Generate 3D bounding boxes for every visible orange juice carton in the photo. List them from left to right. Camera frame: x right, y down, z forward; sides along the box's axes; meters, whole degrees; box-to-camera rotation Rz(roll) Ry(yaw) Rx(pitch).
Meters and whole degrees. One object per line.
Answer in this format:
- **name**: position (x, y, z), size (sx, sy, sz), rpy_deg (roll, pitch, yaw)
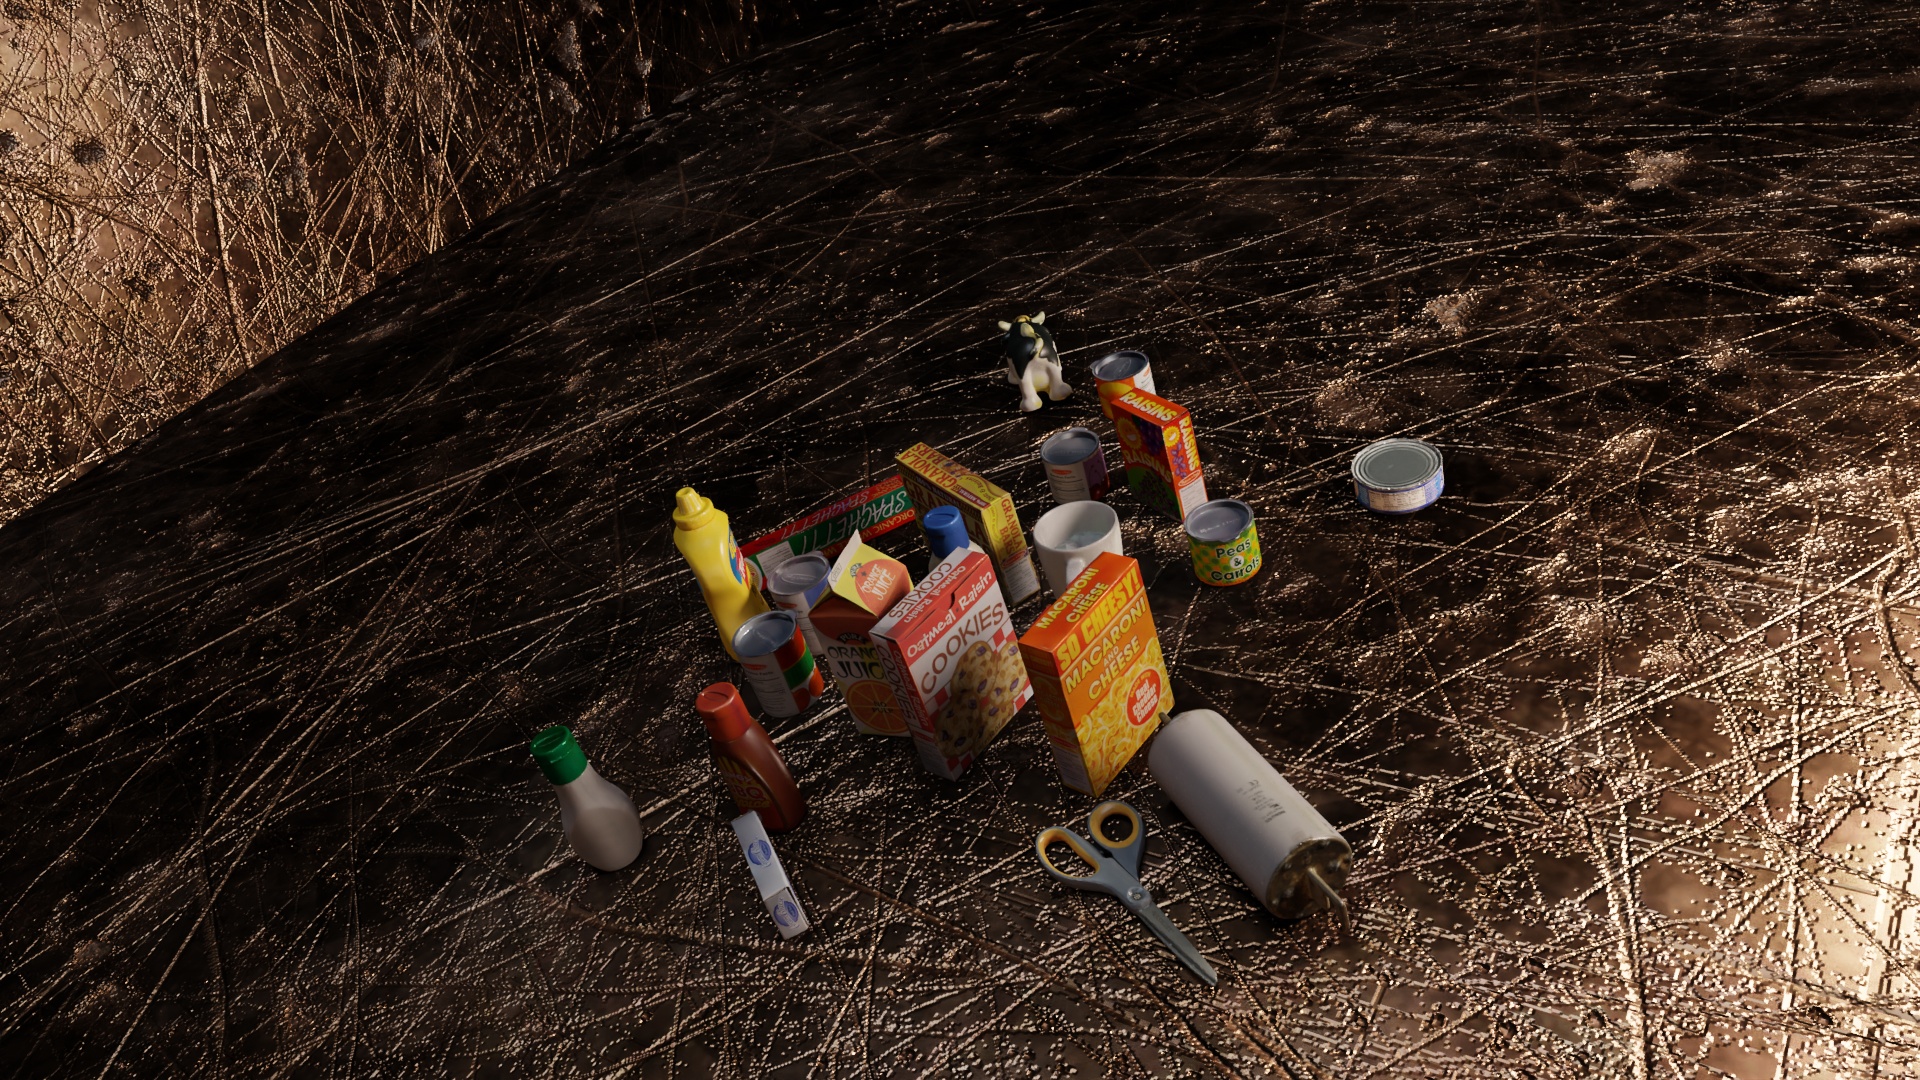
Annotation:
- **orange juice carton**: position (-0.077, 0.086, 1.257), size (0.073, 0.191, 0.072), rpy_deg (-1, 38, 25)

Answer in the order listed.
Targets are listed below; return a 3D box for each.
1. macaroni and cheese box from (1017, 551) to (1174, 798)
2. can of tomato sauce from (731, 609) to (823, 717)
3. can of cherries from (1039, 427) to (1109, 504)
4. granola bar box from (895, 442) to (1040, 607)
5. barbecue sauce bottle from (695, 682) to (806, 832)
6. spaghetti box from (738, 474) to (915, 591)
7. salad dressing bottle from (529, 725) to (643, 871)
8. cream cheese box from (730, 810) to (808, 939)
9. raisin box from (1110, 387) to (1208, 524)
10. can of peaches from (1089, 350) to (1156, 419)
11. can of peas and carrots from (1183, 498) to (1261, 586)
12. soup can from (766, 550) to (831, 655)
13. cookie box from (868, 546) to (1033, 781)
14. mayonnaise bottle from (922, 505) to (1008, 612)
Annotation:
- **macaroni and cheese box**: position (0.115, 0.111, 1.152), size (0.040, 0.165, 0.124), rpy_deg (15, 46, 40)
- **can of tomato sauce**: position (-0.176, 0.120, 1.355), size (0.071, 0.082, 0.071), rpy_deg (-13, 34, 9)
- **can of cherries**: position (0.127, -0.080, 1.513), size (0.071, 0.058, 0.072), rpy_deg (-13, 34, 9)
- **granola bar box**: position (0.005, -0.018, 1.425), size (0.039, 0.123, 0.166), rpy_deg (-33, 36, -19)
- **barbecue sauce bottle**: position (-0.185, 0.188, 1.205), size (0.065, 0.147, 0.044), rpy_deg (7, 41, 33)
- **spaghetti box**: position (-0.163, 0.000, 1.547), size (0.250, 0.050, 0.029), rpy_deg (-25, 34, -10)
- **salad dressing bottle**: position (-0.329, 0.226, 1.220), size (0.064, 0.147, 0.044), rpy_deg (-25, 34, -9)
- **cream cheese box**: position (-0.159, 0.277, 1.152), size (0.024, 0.053, 0.104), rpy_deg (-26, 35, -11)
- **raisin box**: position (0.205, -0.088, 1.428), size (0.040, 0.122, 0.086), rpy_deg (-32, 36, -18)
- **can of peaches**: position (0.191, -0.181, 1.625), size (0.071, 0.057, 0.071), rpy_deg (-13, 34, 9)
- **can of peas and carrots**: position (0.253, 0.003, 1.334), size (0.071, 0.058, 0.071), rpy_deg (-13, 34, 9)
- **soup can**: position (-0.151, 0.064, 1.420), size (0.071, 0.083, 0.072), rpy_deg (-13, 34, 9)
- **cookie box**: position (-0.003, 0.108, 1.213), size (0.040, 0.166, 0.123), rpy_deg (15, 46, 40)
- **mayonnaise bottle**: position (0.001, 0.035, 1.330), size (0.065, 0.147, 0.041), rpy_deg (2, 39, 28)
